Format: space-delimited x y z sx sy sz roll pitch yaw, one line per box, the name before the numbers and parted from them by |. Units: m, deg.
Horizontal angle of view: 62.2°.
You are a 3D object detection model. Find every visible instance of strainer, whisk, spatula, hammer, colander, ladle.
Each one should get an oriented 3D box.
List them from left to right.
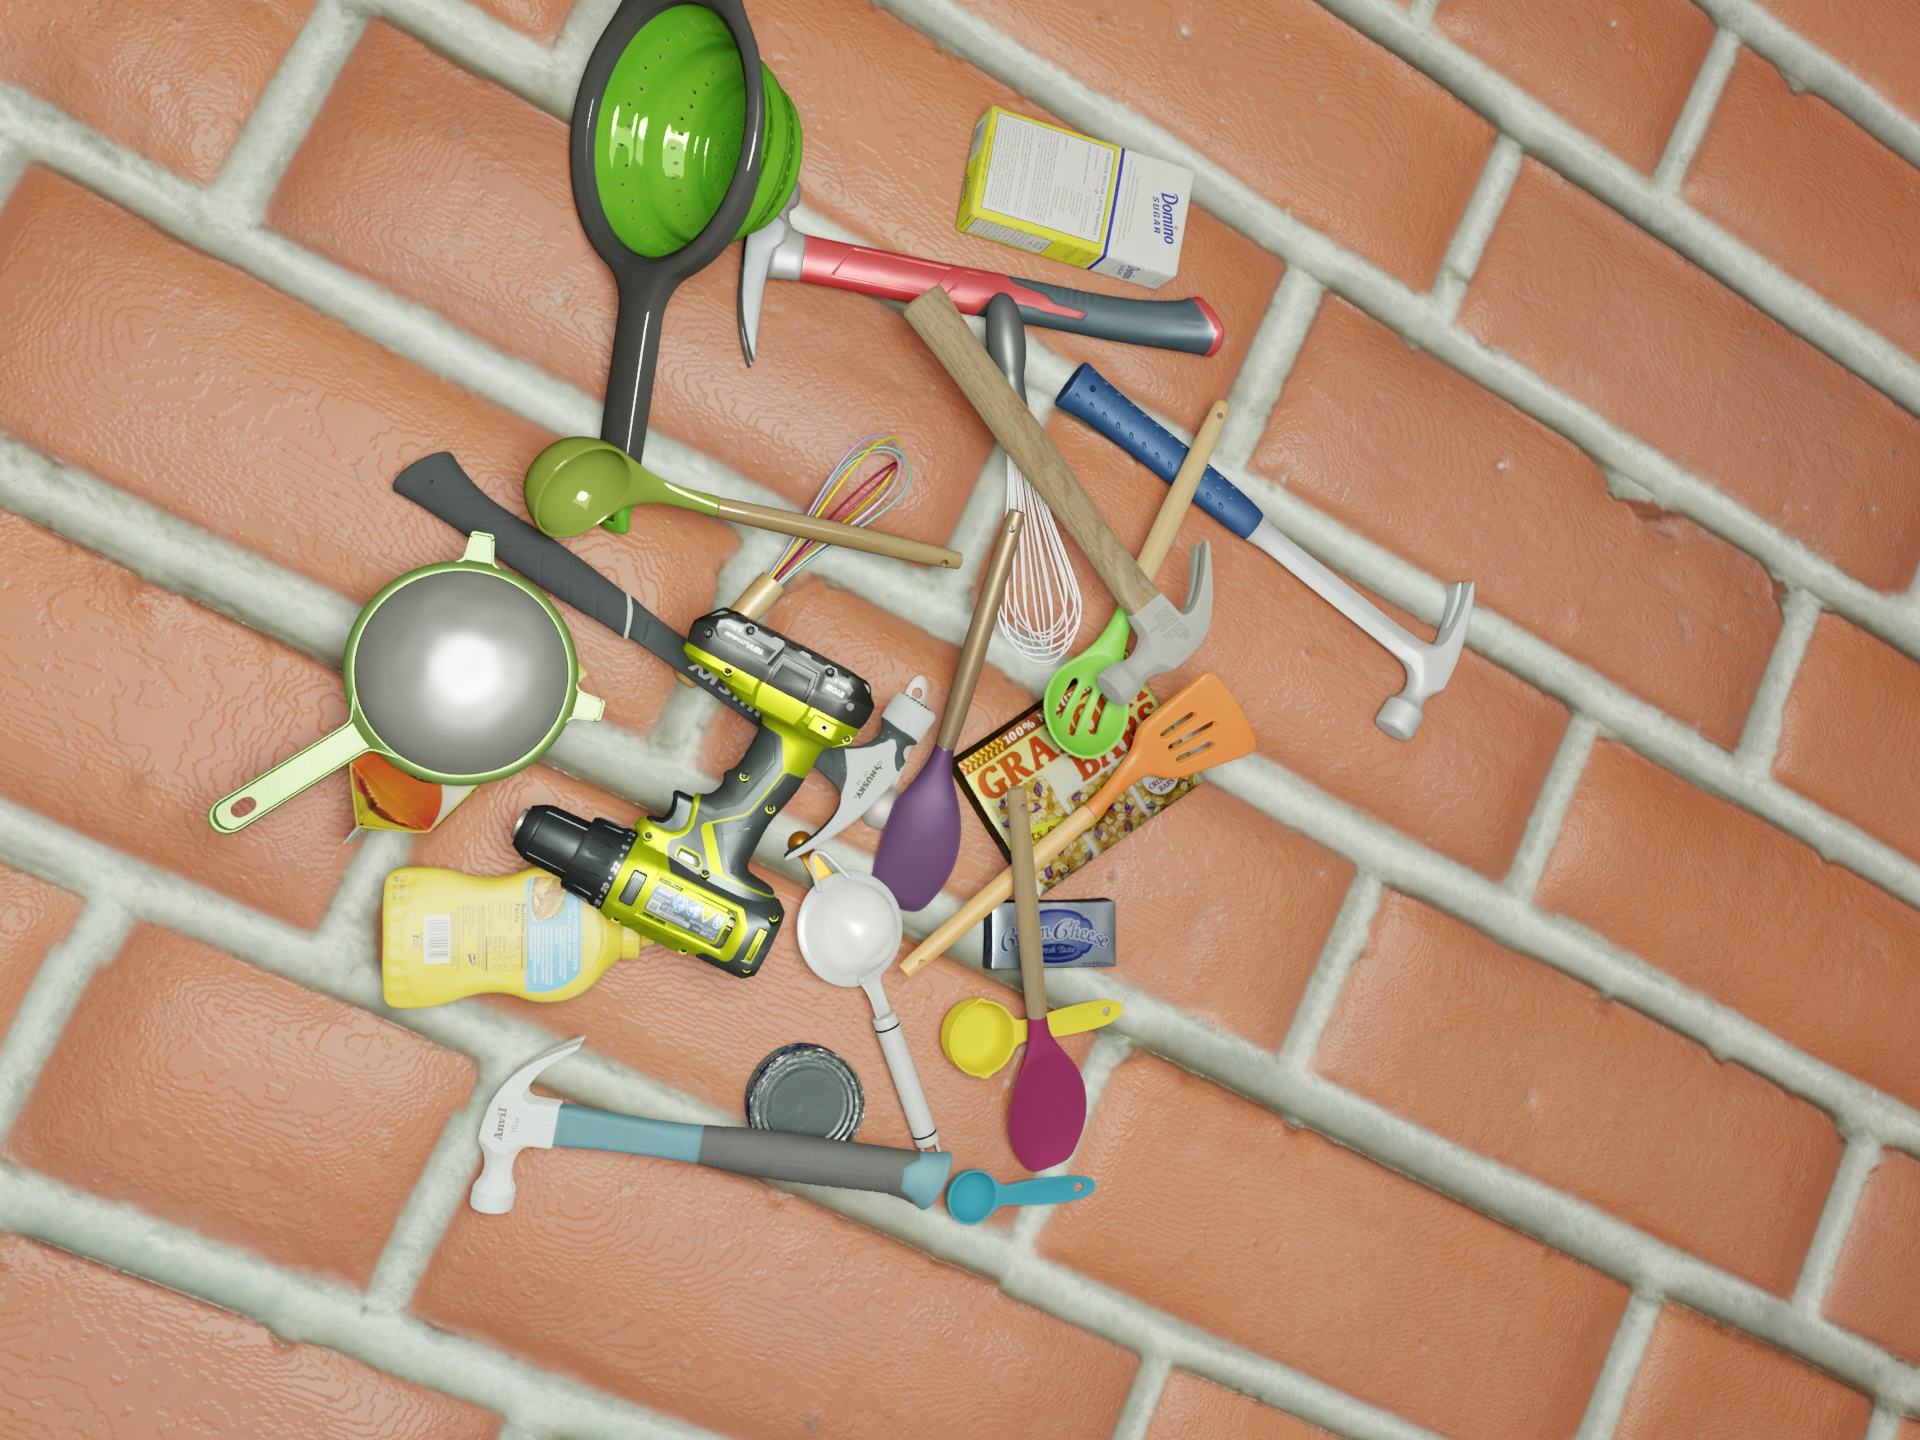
strainer | -0.366 -0.004 1.020 0.256 0.069 0.151 -35 98 -17
hammer | -0.224 -0.058 1.138 0.409 0.036 0.149 35 87 -6
colander | -0.195 -0.330 1.144 0.094 0.205 0.397 -3 107 -50
hammer | -0.171 0.305 1.131 0.331 0.033 0.128 10 91 -6
ladle | -0.147 -0.139 1.130 0.320 0.078 0.062 11 41 -19
whisk | -0.123 -0.118 1.188 0.051 0.047 0.245 42 82 -7
strainer | -0.056 0.218 1.190 0.087 0.050 0.258 -24 101 -29
spatula | -0.002 -0.004 1.181 0.059 0.018 0.316 16 102 -3
hammer | 0.021 -0.315 1.235 0.386 0.038 0.143 7 88 -16
whisk | 0.047 -0.183 1.214 0.070 0.070 0.284 -9 95 -16
hammer | 0.071 -0.178 1.176 0.130 0.031 0.331 -39 98 -14
spatula | 0.083 0.086 1.196 0.322 0.041 0.081 -40 114 -12
hammer | 0.250 -0.156 1.297 0.405 0.035 0.144 36 79 -12

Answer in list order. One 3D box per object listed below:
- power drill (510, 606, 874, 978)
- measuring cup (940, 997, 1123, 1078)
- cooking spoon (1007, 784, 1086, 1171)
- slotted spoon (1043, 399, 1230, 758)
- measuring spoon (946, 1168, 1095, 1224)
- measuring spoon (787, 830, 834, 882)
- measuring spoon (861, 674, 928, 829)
power drill | -0.179 0.041 1.090 0.190 0.080 0.228 28 92 -8
measuring cup | 0.055 0.236 1.239 0.156 0.029 0.062 -6 94 -28
cooking spoon | 0.055 0.199 1.196 0.068 0.017 0.318 -14 110 -23
slotted spoon | 0.144 -0.113 1.231 0.070 0.031 0.314 28 78 -11
measuring spoon | 0.045 0.364 1.234 0.128 0.021 0.042 3 91 -25
measuring spoon | -0.093 0.133 1.200 0.021 0.011 0.117 -35 98 -14
measuring spoon | -0.046 0.024 1.214 0.034 0.018 0.124 18 82 -15
